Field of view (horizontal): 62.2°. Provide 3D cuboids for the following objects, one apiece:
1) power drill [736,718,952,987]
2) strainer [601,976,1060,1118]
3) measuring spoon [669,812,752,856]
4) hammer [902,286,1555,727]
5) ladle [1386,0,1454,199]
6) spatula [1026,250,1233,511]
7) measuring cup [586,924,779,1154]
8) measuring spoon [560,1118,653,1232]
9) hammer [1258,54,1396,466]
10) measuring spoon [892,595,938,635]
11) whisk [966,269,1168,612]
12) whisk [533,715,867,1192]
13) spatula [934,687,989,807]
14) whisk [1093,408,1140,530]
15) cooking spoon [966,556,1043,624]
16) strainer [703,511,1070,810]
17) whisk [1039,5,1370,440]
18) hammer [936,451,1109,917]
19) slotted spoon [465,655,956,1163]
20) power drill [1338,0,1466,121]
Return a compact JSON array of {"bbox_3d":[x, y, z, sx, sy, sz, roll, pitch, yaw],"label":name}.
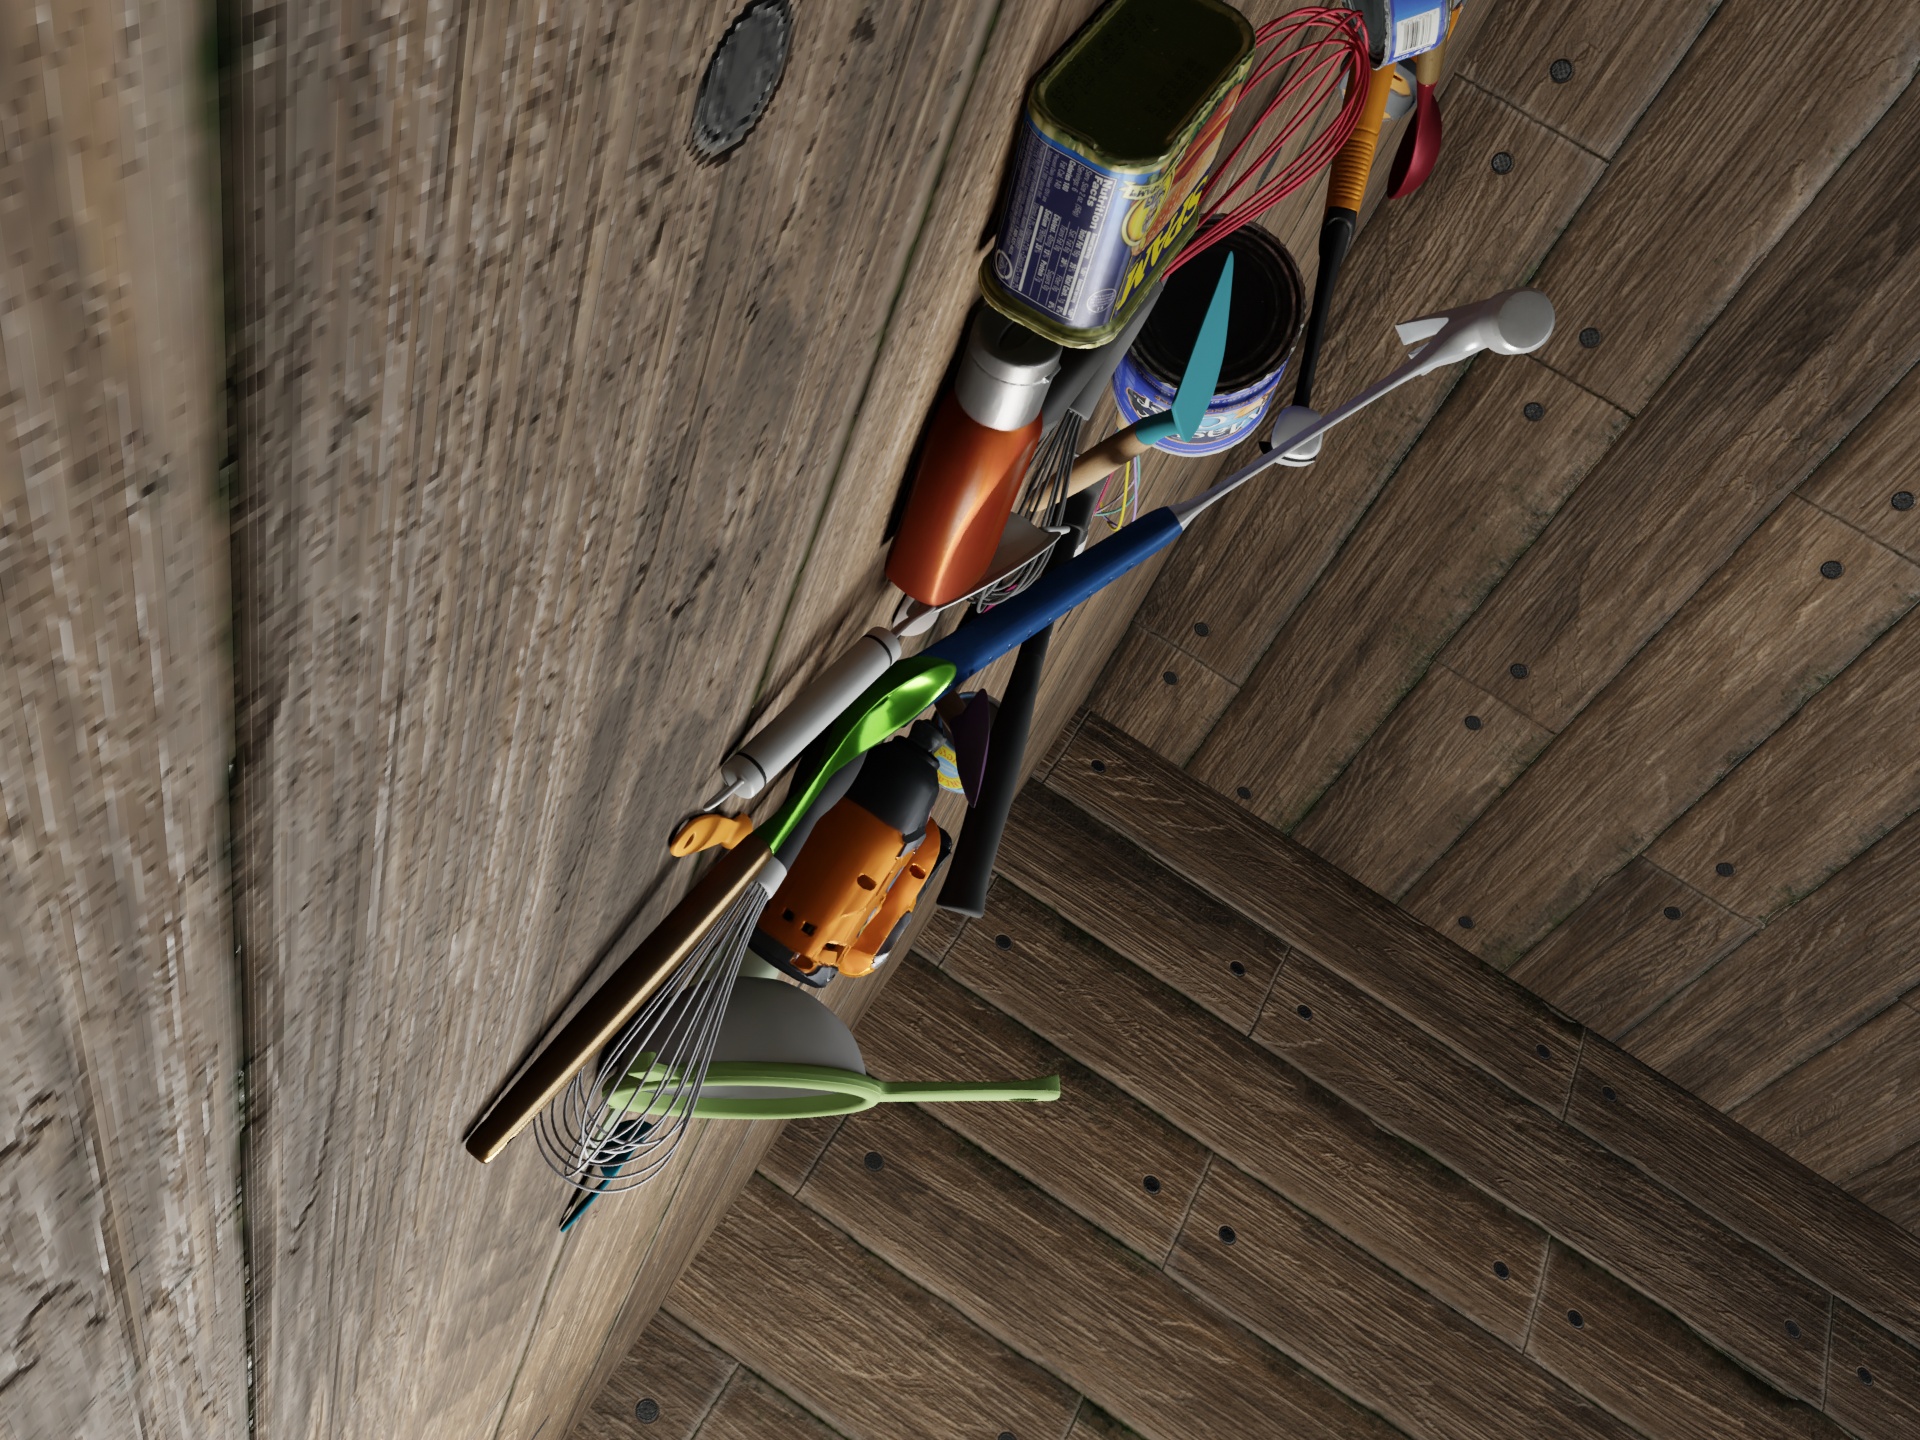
[{"bbox_3d":[-0.058,0.082,0.982,0.164,0.084,0.226,-57,175,-7],"label":"power drill"},{"bbox_3d":[-0.068,0.180,0.887,0.151,0.256,0.069,127,-36,-64],"label":"strainer"},{"bbox_3d":[-0.113,0.054,0.733,0.021,0.011,0.117,-57,175,1],"label":"measuring spoon"},{"bbox_3d":[0.129,-0.119,0.894,0.405,0.035,0.144,-32,-170,2],"label":"hammer"},{"bbox_3d":[0.284,-0.407,0.962,0.315,0.031,0.069,39,66,-75],"label":"ladle"},{"bbox_3d":[0.084,-0.160,0.880,0.082,0.044,0.317,-69,-166,-11],"label":"spatula"},{"bbox_3d":[-0.163,0.199,0.959,0.168,0.038,0.083,-56,175,-32],"label":"measuring cup"},{"bbox_3d":[-0.235,0.291,1.014,0.128,0.021,0.042,-50,180,35],"label":"measuring spoon"},{"bbox_3d":[0.241,-0.327,0.995,0.127,0.034,0.337,-43,145,-80],"label":"hammer"},{"bbox_3d":[-0.009,-0.085,0.826,0.034,0.018,0.124,-52,172,-39],"label":"measuring spoon"},{"bbox_3d":[0.060,-0.166,0.845,0.239,0.055,0.055,-62,174,7],"label":"whisk"},{"bbox_3d":[-0.116,0.101,0.785,0.285,0.070,0.070,-60,177,-32],"label":"whisk"},{"bbox_3d":[-0.002,-0.003,0.970,0.316,0.018,0.060,-123,-137,-80],"label":"spatula"},{"bbox_3d":[0.119,-0.211,1.171,0.244,0.051,0.047,98,5,-68],"label":"whisk"},{"bbox_3d":[0.051,-0.105,1.236,0.068,0.017,0.319,-59,174,26],"label":"cooking spoon"},{"bbox_3d":[-0.033,-0.041,0.743,0.087,0.050,0.258,-13,-154,51],"label":"strainer"},{"bbox_3d":[0.104,-0.237,0.789,0.296,0.073,0.073,-50,174,0],"label":"whisk"},{"bbox_3d":[0.043,-0.026,1.060,0.146,0.035,0.335,104,3,-68],"label":"hammer"},{"bbox_3d":[-0.108,0.074,0.726,0.314,0.031,0.070,-49,173,-25],"label":"slotted spoon"},{"bbox_3d":[0.341,-0.524,1.039,0.185,0.084,0.226,-63,-174,-16],"label":"power drill"}]
